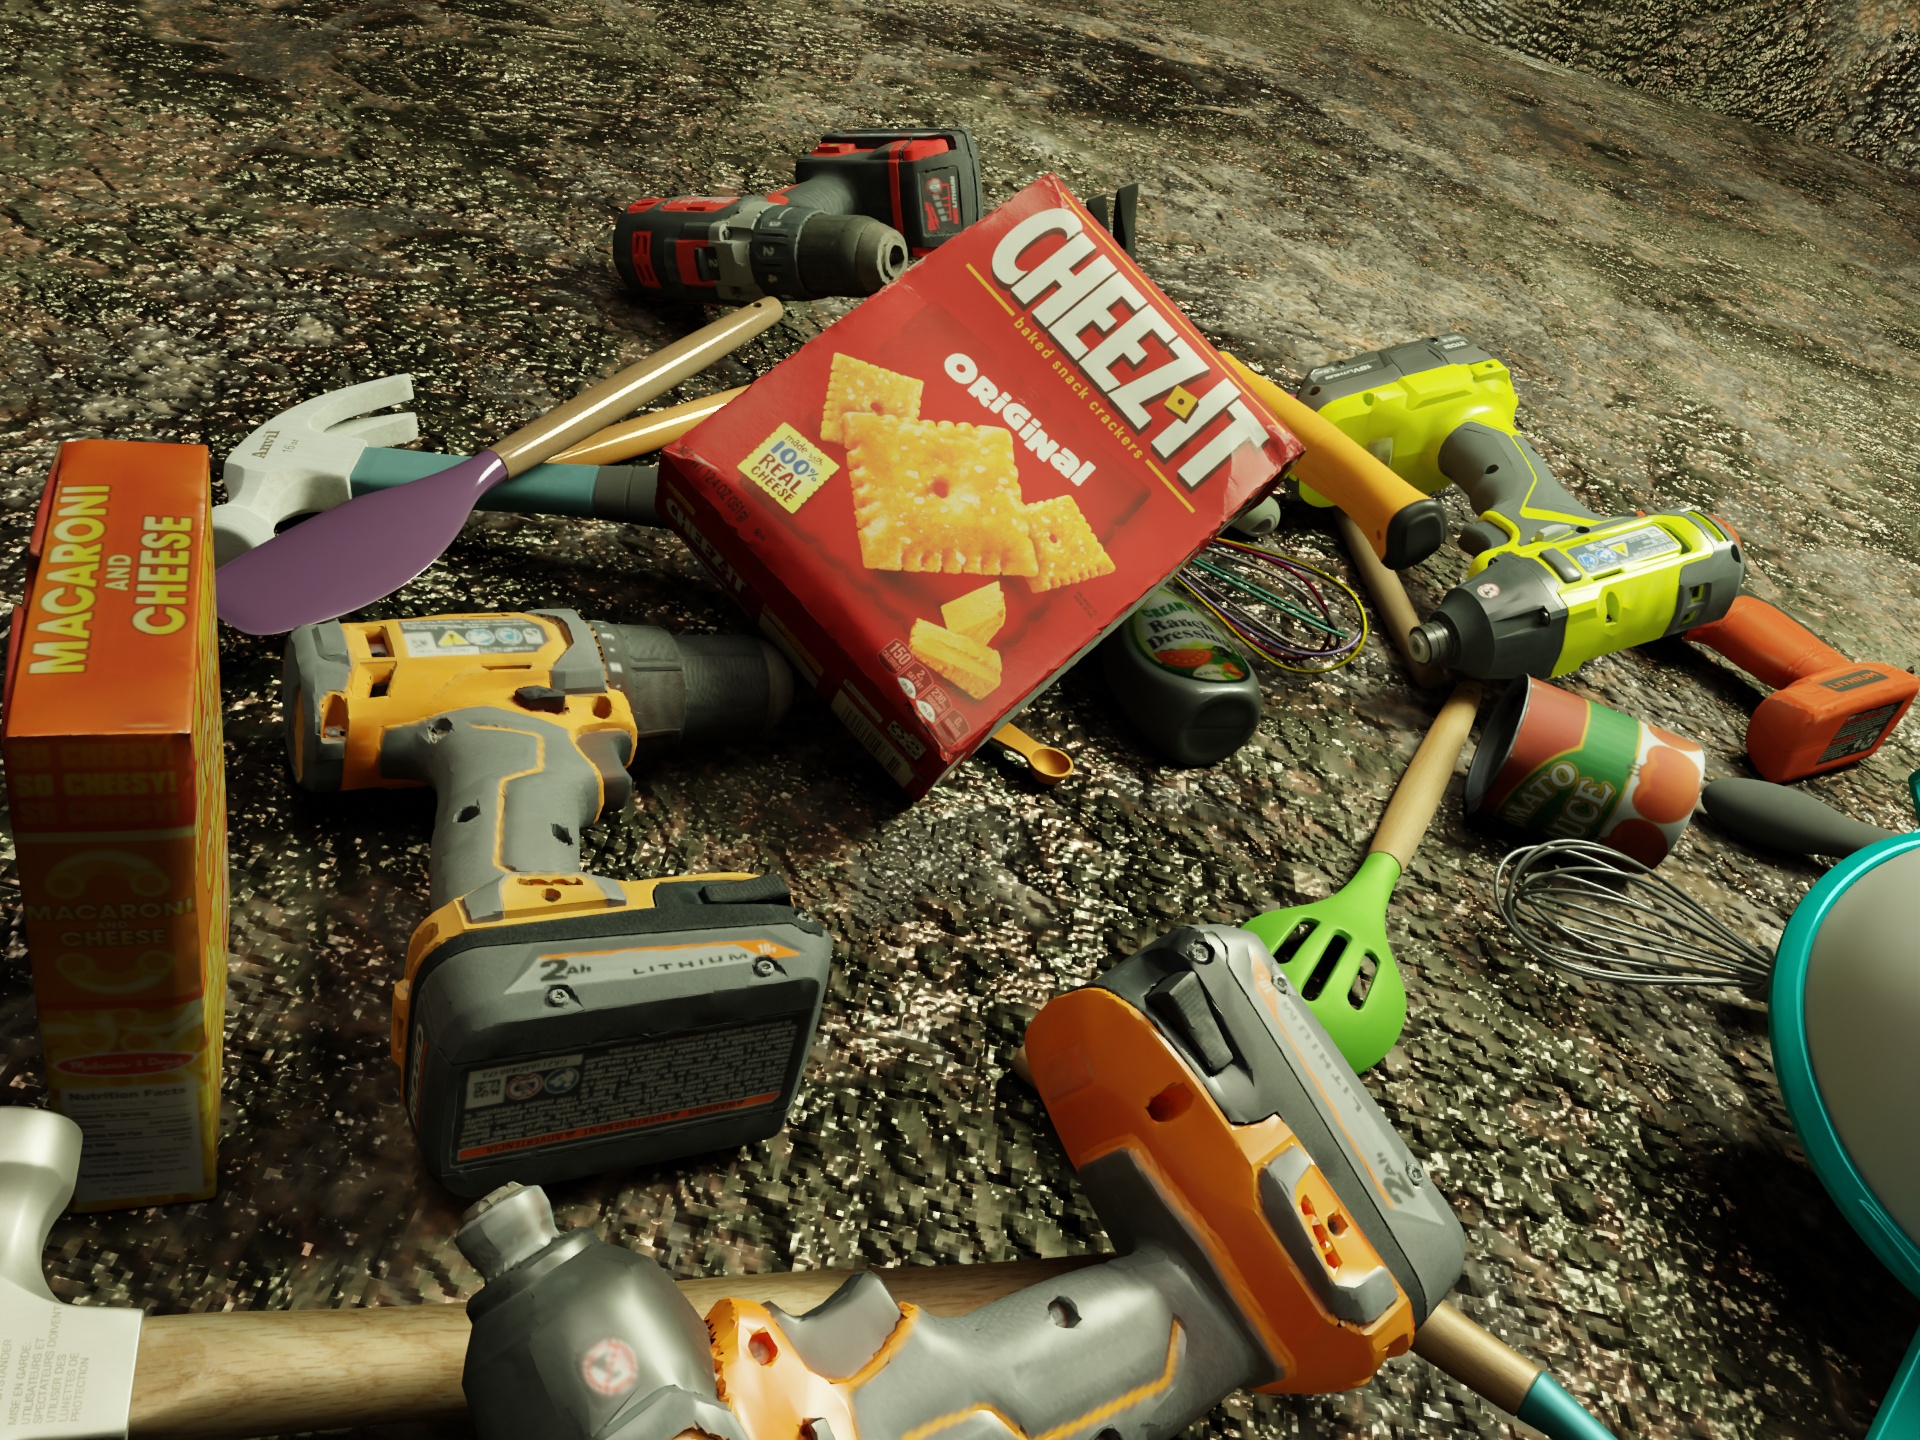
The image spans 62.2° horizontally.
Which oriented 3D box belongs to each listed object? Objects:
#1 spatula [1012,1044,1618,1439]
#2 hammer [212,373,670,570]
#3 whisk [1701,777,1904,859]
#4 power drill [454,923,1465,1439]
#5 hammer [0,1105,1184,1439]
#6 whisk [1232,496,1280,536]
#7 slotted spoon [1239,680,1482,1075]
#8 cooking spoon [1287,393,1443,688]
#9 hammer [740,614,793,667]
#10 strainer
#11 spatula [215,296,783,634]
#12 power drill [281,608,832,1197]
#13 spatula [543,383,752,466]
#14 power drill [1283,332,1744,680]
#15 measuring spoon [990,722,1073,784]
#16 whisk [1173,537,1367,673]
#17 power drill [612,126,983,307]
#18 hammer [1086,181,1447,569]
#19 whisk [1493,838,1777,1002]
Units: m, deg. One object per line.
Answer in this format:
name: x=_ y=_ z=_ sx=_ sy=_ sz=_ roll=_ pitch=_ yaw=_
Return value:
spatula: x=0.146 y=0.169 z=0.461 sx=0.318 sy=0.044 sz=0.082 roll=28 pitch=-8 yaw=31
hammer: x=-0.144 y=-0.097 z=0.693 sx=0.331 sy=0.033 sz=0.128 roll=3 pitch=40 yaw=-5
whisk: x=0.496 y=0.082 z=0.755 sx=0.284 sy=0.070 sz=0.070 roll=19 pitch=35 yaw=10
power drill: x=0.000 y=0.141 z=0.385 sx=0.226 sy=0.084 sz=0.164 roll=-28 pitch=78 yaw=-32
hammer: x=-0.083 y=0.163 z=0.406 sx=0.331 sy=0.031 sz=0.130 roll=5 pitch=48 yaw=-22
whisk: x=0.097 y=-0.137 z=0.812 sx=0.246 sy=0.058 sz=0.059 roll=16 pitch=45 yaw=-49
slotted spoon: x=0.187 y=0.049 z=0.687 sx=0.070 sy=0.031 sz=0.314 roll=28 pitch=36 yaw=15
cooking spoon: x=0.228 y=-0.118 z=0.930 sx=0.068 sy=0.017 sz=0.319 roll=5 pitch=37 yaw=-9
hammer: x=-0.012 y=-0.126 z=0.800 sx=0.146 sy=0.035 sz=0.335 roll=19 pitch=41 yaw=18
strainer: x=0.345 y=0.145 z=0.483 sx=0.211 sy=0.095 sz=0.340 roll=38 pitch=60 yaw=19
spatula: x=-0.176 y=-0.117 z=0.671 sx=0.060 sy=0.018 sz=0.316 roll=26 pitch=45 yaw=21
power drill: x=-0.117 y=0.037 z=0.535 sx=0.185 sy=0.084 sz=0.226 roll=-4 pitch=37 yaw=-30
spatula: x=-0.117 y=-0.176 z=0.838 sx=0.322 sy=0.081 sz=0.041 roll=-29 pitch=88 yaw=-40
power drill: x=0.273 y=-0.111 z=0.848 sx=0.171 sy=0.080 sz=0.223 roll=-16 pitch=45 yaw=-13
measuring spoon: x=-0.001 y=-0.002 z=0.692 sx=0.117 sy=0.011 sz=0.021 roll=31 pitch=38 yaw=23
whisk: x=0.098 y=-0.091 z=0.825 sx=0.245 sy=0.047 sz=0.051 roll=31 pitch=26 yaw=24
power drill: x=-0.071 y=-0.298 z=0.955 sx=0.188 sy=0.080 sz=0.227 roll=12 pitch=32 yaw=30
hammer: x=0.155 y=-0.182 z=0.863 sx=0.034 sy=0.127 sz=0.337 roll=-21 pitch=39 yaw=-10
whisk: x=0.333 y=0.103 z=0.664 sx=0.239 sy=0.055 sz=0.055 roll=19 pitch=36 yaw=-6
